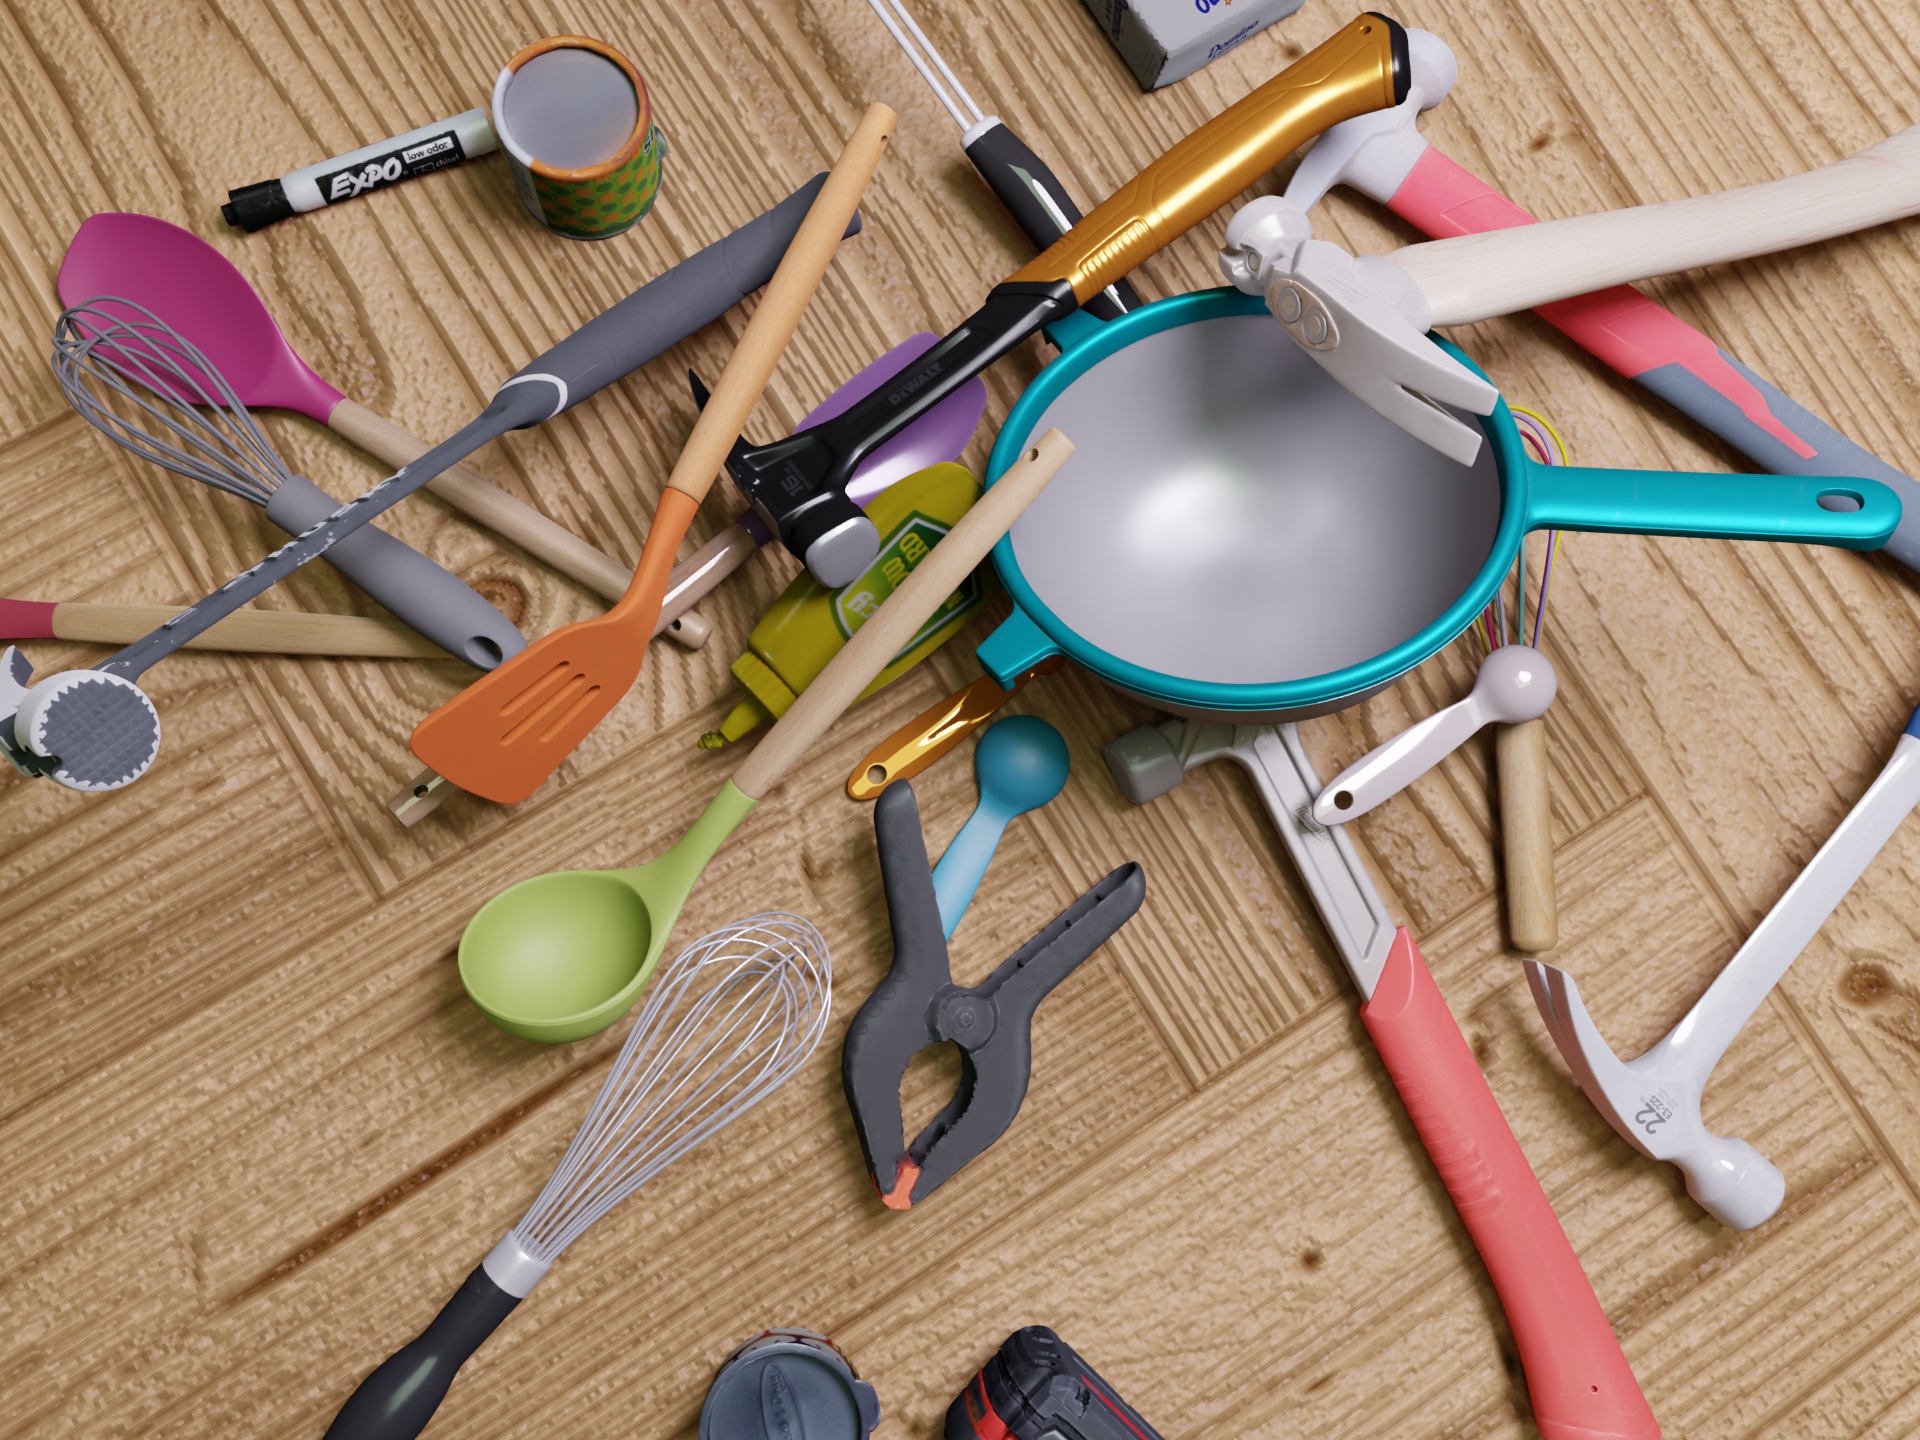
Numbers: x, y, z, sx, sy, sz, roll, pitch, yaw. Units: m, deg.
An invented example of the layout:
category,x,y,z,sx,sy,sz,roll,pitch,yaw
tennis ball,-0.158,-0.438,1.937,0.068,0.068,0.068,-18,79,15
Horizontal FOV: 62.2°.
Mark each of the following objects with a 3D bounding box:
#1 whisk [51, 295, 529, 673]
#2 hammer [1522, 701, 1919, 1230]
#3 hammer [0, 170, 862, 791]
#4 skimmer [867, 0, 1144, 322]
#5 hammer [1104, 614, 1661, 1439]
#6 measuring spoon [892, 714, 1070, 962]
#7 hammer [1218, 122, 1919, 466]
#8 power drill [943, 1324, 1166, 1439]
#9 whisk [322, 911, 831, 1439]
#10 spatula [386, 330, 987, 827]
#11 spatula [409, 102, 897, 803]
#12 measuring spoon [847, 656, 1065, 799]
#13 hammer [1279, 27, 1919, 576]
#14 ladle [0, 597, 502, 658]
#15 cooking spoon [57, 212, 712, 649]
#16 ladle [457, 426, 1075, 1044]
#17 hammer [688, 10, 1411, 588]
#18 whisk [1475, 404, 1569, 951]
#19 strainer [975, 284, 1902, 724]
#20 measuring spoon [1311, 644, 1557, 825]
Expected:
category,x,y,z,sx,sy,sz,roll,pitch,yaw
whisk,-0.274,-0.093,0.653,0.239,0.055,0.055,36,80,0
hammer,0.407,0.019,0.687,0.144,0.035,0.405,41,85,-7
hammer,-0.183,-0.112,0.613,0.409,0.149,0.036,-44,120,-30
skimmer,-0.040,-0.304,0.726,0.127,0.090,0.363,-42,98,-25
hammer,0.205,0.136,0.678,0.149,0.036,0.359,-25,84,-9
measuring spoon,0.007,0.054,0.678,0.042,0.021,0.128,30,79,0
hammer,0.317,-0.202,0.673,0.410,0.038,0.146,-18,50,-22
power drill,0.010,0.373,0.604,0.188,0.080,0.227,44,83,2
whisk,-0.154,0.189,0.629,0.070,0.070,0.284,41,85,2
spatula,-0.108,-0.061,0.672,0.316,0.018,0.060,-41,86,-18
spatula,-0.106,-0.112,0.627,0.041,0.081,0.323,21,77,21
measuring spoon,-0.001,-0.002,0.691,0.117,0.011,0.021,-36,86,-10
hammer,0.320,-0.154,0.733,0.386,0.038,0.143,35,81,1
ladle,-0.345,-0.038,0.659,0.315,0.031,0.069,2,79,-7
cooking spoon,-0.245,-0.118,0.682,0.319,0.017,0.068,32,100,0
ladle,-0.074,0.003,0.619,0.320,0.062,0.078,-47,51,7
hammer,0.045,-0.193,0.667,0.337,0.034,0.127,-36,55,-4
whisk,0.249,-0.021,0.704,0.047,0.051,0.245,-1,84,-11
strainer,0.182,-0.069,0.646,0.340,0.095,0.211,4,59,12
measuring spoon,0.201,0.008,0.669,0.124,0.018,0.034,-33,90,-7
